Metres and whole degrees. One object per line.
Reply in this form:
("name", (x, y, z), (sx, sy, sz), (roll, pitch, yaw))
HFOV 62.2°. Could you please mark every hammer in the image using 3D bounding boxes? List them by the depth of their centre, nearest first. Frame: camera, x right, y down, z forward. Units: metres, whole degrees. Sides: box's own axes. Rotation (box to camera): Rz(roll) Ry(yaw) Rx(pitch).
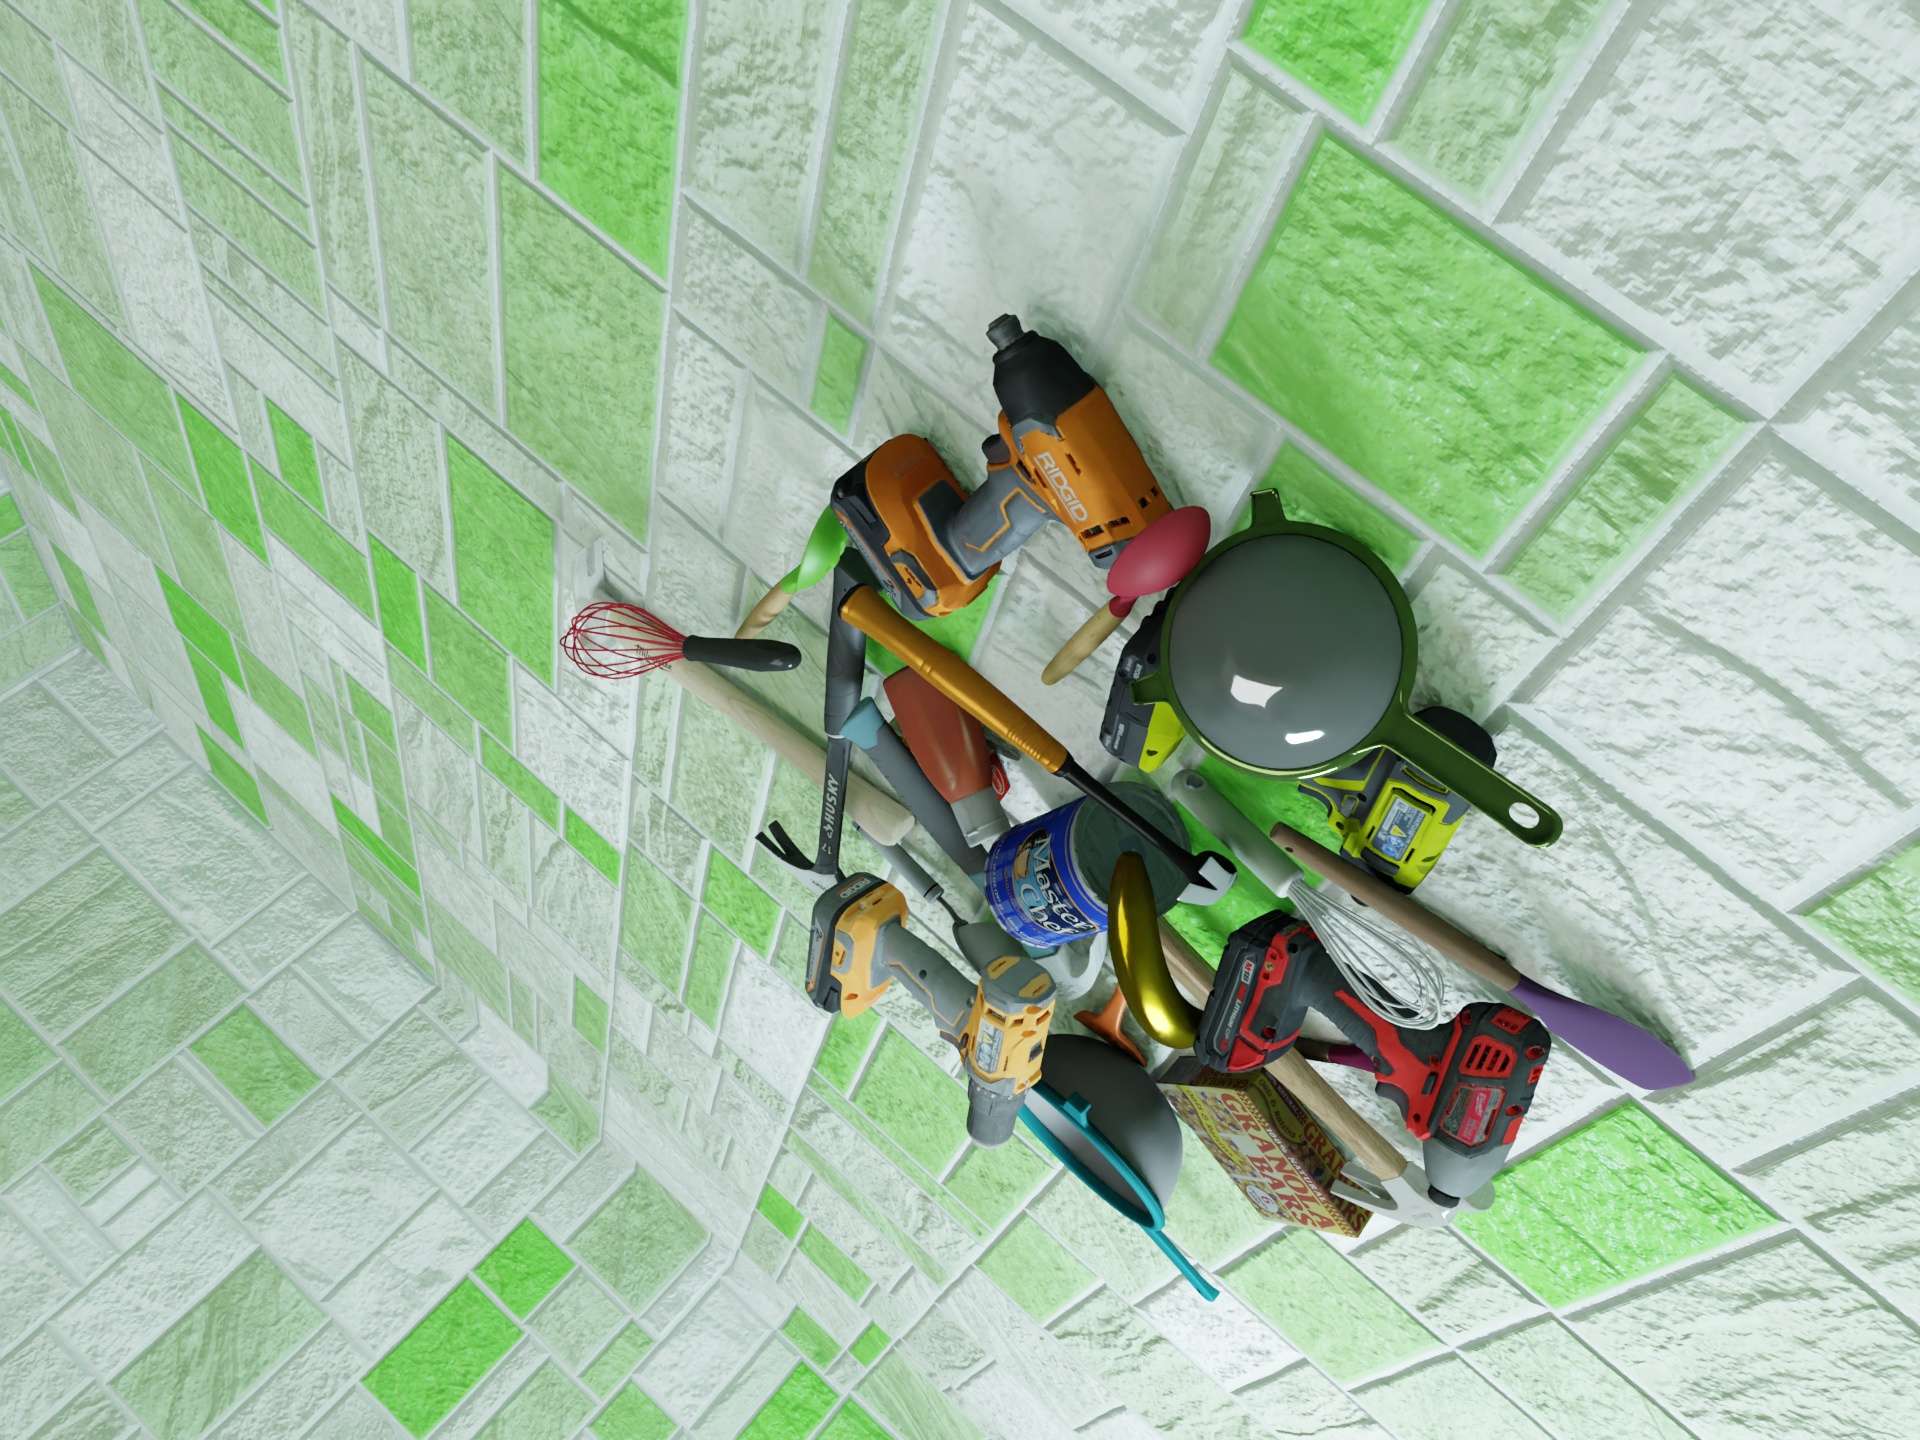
("hammer", (0.045, 0.012, 1.089), (0.337, 0.034, 0.127), (38, -175, 15))
("hammer", (0.251, 0.266, 1.227), (0.331, 0.031, 0.130), (44, 147, 3))
("hammer", (0.007, 0.113, 1.321), (0.128, 0.033, 0.330), (-20, 117, 39))
("hammer", (-0.107, 0.018, 1.363), (0.149, 0.036, 0.408), (31, 138, 21))
("hammer", (-0.209, -0.019, 1.486), (0.411, 0.038, 0.146), (34, 145, 18))

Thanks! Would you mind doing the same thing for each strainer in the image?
("strainer", (0.216, -0.008, 0.880), (0.256, 0.069, 0.151), (37, 107, 20))
("strainer", (0.166, 0.398, 1.457), (0.340, 0.095, 0.211), (52, 162, -21))
("strainer", (-0.018, 0.164, 1.459), (0.258, 0.050, 0.087), (44, -167, 14))

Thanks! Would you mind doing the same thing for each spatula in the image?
("spatula", (0.323, 0.148, 0.985), (0.316, 0.018, 0.059), (32, 149, -8))
("spatula", (0.147, 0.204, 1.327), (0.081, 0.041, 0.322), (33, 142, 18))

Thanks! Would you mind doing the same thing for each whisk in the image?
("whisk", (0.229, 0.116, 1.072), (0.247, 0.058, 0.059), (46, 151, 30))
("whisk", (-0.250, -0.065, 1.402), (0.296, 0.073, 0.073), (7, 132, 38))

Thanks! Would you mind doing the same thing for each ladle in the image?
("ladle", (0.093, -0.066, 1.019), (0.031, 0.069, 0.315), (63, 165, 7))

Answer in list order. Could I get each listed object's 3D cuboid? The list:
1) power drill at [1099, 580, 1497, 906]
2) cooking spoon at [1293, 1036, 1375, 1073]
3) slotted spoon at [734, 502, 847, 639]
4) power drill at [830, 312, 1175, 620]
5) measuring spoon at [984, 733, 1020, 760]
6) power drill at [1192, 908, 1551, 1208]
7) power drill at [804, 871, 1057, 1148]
("power drill", (0.205, 0.022, 1.003), (0.223, 0.080, 0.171), (32, 146, 17))
("cooking spoon", (0.270, 0.257, 1.241), (0.319, 0.017, 0.068), (-1, 126, 50))
("slotted spoon", (-0.144, -0.104, 1.290), (0.031, 0.070, 0.314), (29, 160, -12))
("power drill", (0.016, -0.158, 1.021), (0.226, 0.084, 0.164), (-15, 114, 50))
("measuring spoon", (-0.002, -0.004, 1.280), (0.124, 0.018, 0.034), (31, 162, 13))
("power drill", (0.281, 0.232, 1.101), (0.220, 0.078, 0.143), (24, 108, 31))
("power drill", (-0.027, 0.252, 1.366), (0.226, 0.084, 0.185), (27, 125, 28))
